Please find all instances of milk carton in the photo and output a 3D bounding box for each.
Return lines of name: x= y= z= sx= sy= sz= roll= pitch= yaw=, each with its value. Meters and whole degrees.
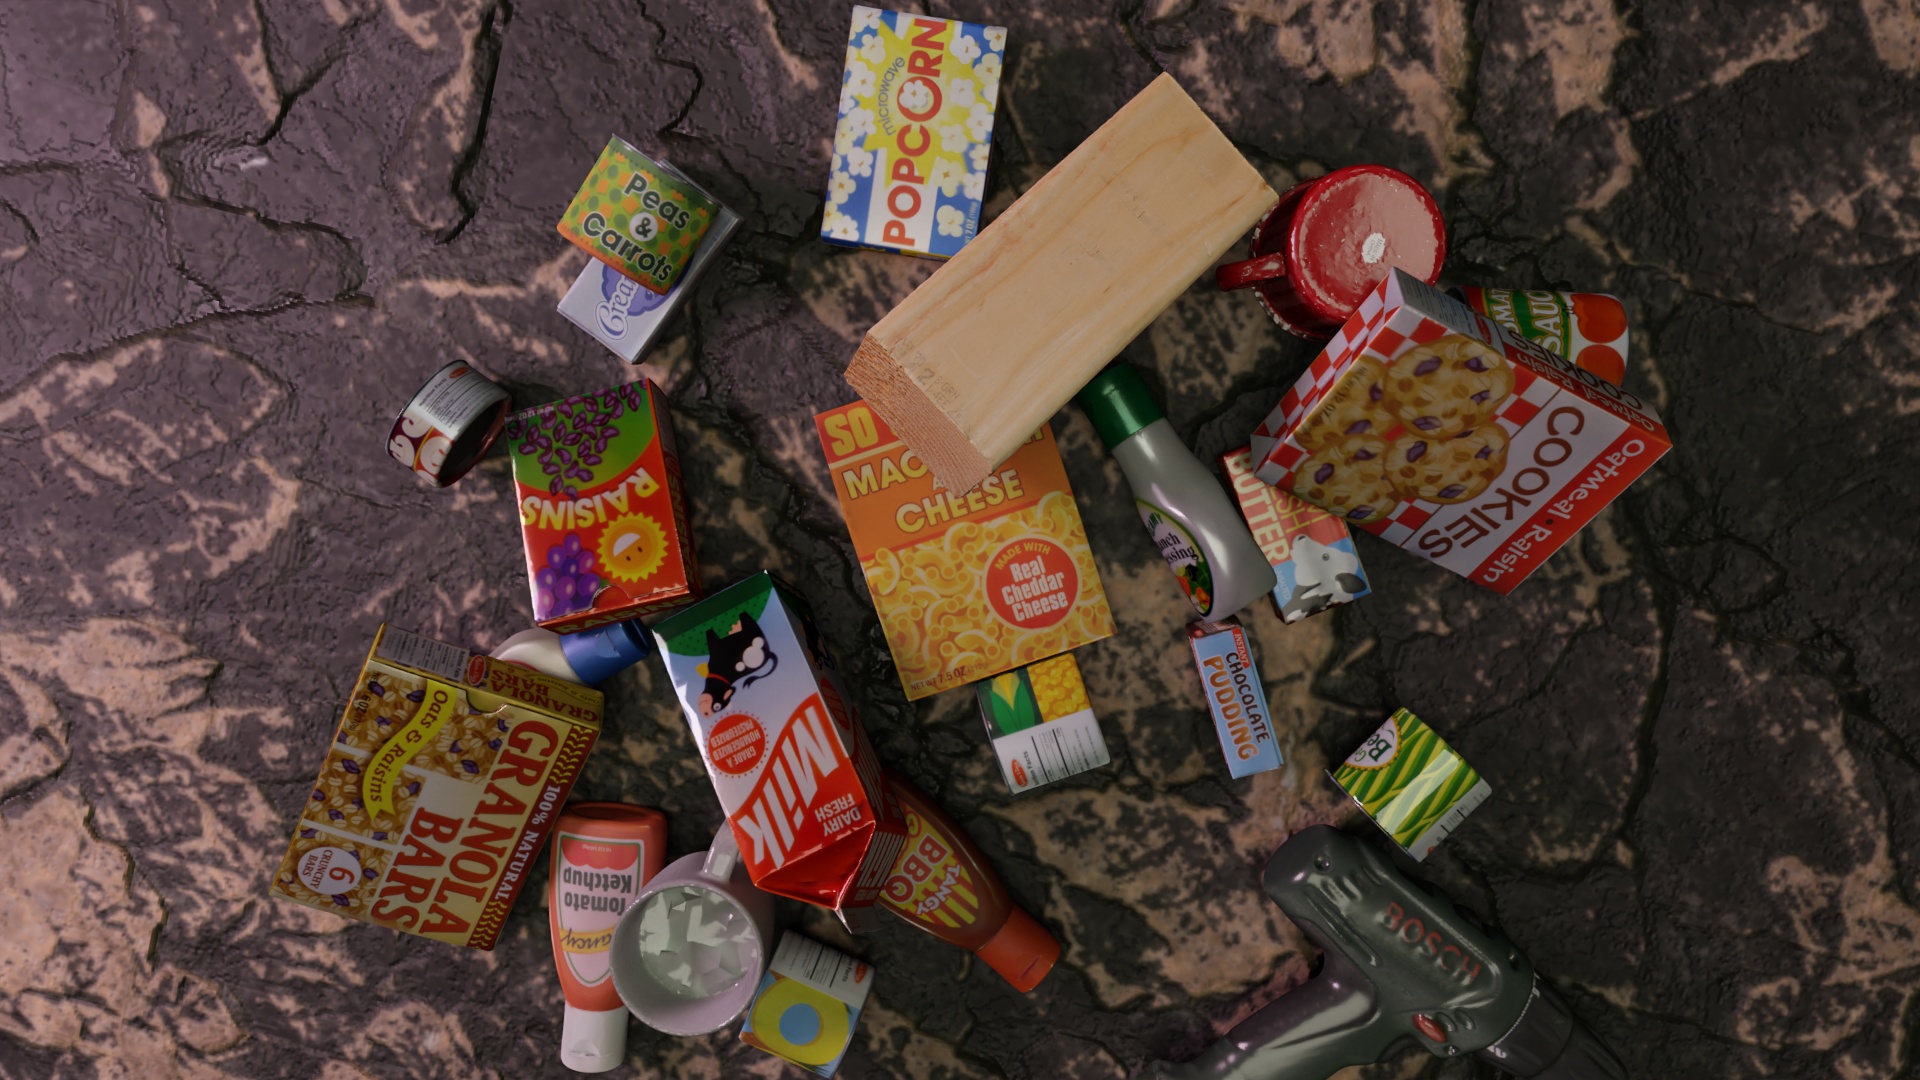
milk carton: x=-0.088 y=0.119 z=0.741 sx=0.073 sy=0.072 sz=0.191 roll=-27 pitch=73 yaw=4

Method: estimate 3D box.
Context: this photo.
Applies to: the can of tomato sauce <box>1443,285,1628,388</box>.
can of tomato sauce: x=0.303 y=-0.103 z=0.743 sx=0.083 sy=0.071 sz=0.071 roll=3 pitch=96 yaw=1

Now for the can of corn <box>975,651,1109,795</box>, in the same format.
can of corn: x=0.045 y=0.099 z=0.772 sx=0.058 sy=0.071 sz=0.071 roll=-19 pitch=95 yaw=3

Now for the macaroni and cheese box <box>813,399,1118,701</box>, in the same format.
macaroni and cheese box: x=0.003 y=-0.010 z=0.774 sx=0.124 sy=0.040 sz=0.166 roll=-18 pitch=95 yaw=2

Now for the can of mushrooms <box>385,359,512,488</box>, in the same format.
can of mushrooms: x=-0.281 y=-0.063 z=0.766 sx=0.033 sy=0.071 sz=0.071 roll=35 pitch=96 yaw=-3

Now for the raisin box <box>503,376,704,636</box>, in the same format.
raisin box: x=-0.195 y=-0.018 z=0.761 sx=0.086 sy=0.040 sz=0.123 roll=-13 pitch=77 yaw=2

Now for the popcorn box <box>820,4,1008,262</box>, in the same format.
popcorn box: x=-0.025 y=-0.218 z=0.756 sx=0.085 sy=0.038 sz=0.126 roll=9 pitch=95 yaw=1

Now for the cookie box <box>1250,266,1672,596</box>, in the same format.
cookie box: x=0.255 y=-0.052 z=0.719 sx=0.167 sy=0.040 sz=0.122 roll=24 pitch=130 yaw=-14

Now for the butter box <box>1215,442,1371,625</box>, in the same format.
butter box: x=0.186 y=-0.010 z=0.778 sx=0.053 sy=0.024 sz=0.103 roll=-22 pitch=95 yaw=3

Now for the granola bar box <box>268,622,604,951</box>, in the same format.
granola bar box: x=-0.286 y=0.140 z=0.761 sx=0.124 sy=0.039 sz=0.165 roll=22 pitch=110 yaw=-21

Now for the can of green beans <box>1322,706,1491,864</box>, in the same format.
can of green beans: x=0.248 y=0.134 z=0.768 sx=0.071 sy=0.071 sz=0.058 roll=44 pitch=95 yaw=-3

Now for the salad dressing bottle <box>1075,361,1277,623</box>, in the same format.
salad dressing bottle: x=0.116 y=-0.027 z=0.762 sx=0.044 sy=0.064 sz=0.147 roll=-31 pitch=85 yaw=-12

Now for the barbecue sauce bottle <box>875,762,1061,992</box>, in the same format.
barbecue sauce bottle: x=-0.009 y=0.196 z=0.792 sx=0.148 sy=0.044 sz=0.065 roll=41 pitch=93 yaw=-3

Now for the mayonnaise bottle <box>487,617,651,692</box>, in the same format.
mayonnaise bottle: x=-0.249 y=0.083 z=0.788 sx=0.148 sy=0.041 sz=0.064 roll=-28 pitch=101 yaw=4

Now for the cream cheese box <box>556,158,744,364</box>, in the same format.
cream cheese box: x=-0.172 y=-0.154 z=0.773 sx=0.053 sy=0.024 sz=0.103 roll=37 pitch=95 yaw=-1

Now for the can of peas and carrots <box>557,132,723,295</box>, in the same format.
can of peas and carrots: x=-0.166 y=-0.168 z=0.723 sx=0.071 sy=0.071 sz=0.058 roll=33 pitch=96 yaw=-2

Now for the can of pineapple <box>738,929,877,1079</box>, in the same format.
can of pineapple: x=-0.087 y=0.264 z=0.789 sx=0.058 sy=0.071 sz=0.071 roll=24 pitch=96 yaw=0

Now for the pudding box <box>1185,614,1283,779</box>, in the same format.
pudding box: x=0.152 y=0.086 z=0.774 sx=0.030 sy=0.050 sz=0.083 roll=-16 pitch=95 yaw=5

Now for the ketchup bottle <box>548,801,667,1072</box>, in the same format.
ketchup bottle: x=-0.206 y=0.228 z=0.801 sx=0.065 sy=0.043 sz=0.148 roll=6 pitch=96 yaw=4
